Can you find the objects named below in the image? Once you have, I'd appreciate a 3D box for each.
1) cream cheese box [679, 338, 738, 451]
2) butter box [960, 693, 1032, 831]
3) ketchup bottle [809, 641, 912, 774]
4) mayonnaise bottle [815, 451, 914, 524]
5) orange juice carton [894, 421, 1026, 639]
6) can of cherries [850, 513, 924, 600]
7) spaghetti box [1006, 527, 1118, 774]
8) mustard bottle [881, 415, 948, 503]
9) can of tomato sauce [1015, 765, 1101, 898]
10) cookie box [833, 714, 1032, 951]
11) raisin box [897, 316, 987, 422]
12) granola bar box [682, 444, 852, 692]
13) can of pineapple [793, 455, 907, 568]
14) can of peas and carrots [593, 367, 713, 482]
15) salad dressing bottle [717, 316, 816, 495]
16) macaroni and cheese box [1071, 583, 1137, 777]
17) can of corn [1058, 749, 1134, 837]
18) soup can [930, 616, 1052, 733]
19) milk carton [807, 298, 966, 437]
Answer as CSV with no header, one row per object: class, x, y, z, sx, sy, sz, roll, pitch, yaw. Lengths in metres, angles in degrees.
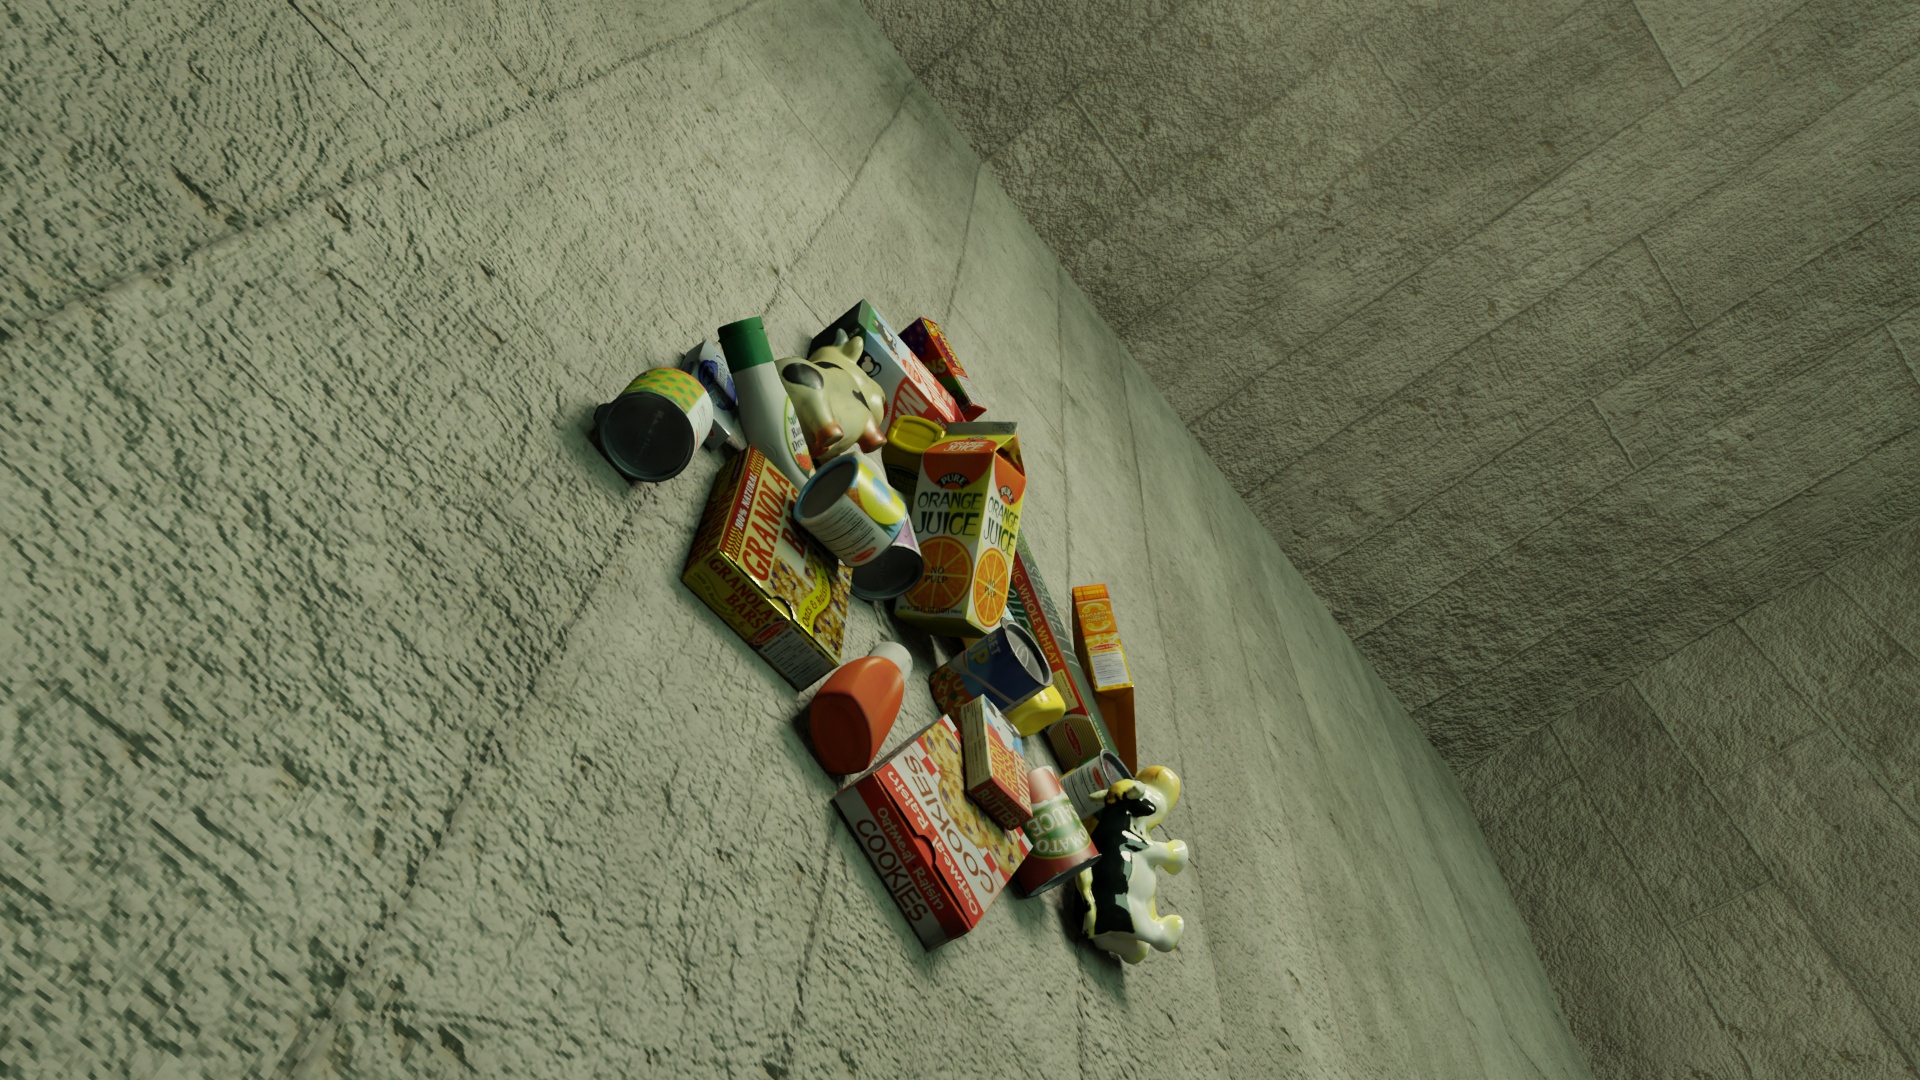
cream cheese box,-0.203,-0.118,1.115,0.053,0.024,0.104,48,19,-24
butter box,0.027,0.169,1.061,0.053,0.024,0.104,47,17,-25
ketchup bottle,-0.067,0.113,1.007,0.149,0.043,0.064,-52,134,-72
mayonnaise bottle,-0.071,-0.022,1.222,0.148,0.064,0.041,40,28,-48
orange juice carton,0.004,-0.015,1.219,0.073,0.072,0.193,35,61,-59
can of cherries,-0.071,0.007,1.163,0.071,0.071,0.058,38,25,-43
spaghetti box,0.077,0.101,1.326,0.029,0.050,0.250,-10,75,-62
mustard bottle,-0.036,-0.053,1.324,0.065,0.049,0.159,20,-29,17
can of tomato sauce,0.064,0.229,1.100,0.083,0.071,0.071,61,19,20
cookie box,-0.014,0.203,0.995,0.123,0.040,0.168,57,18,4
raisin box,-0.039,-0.170,1.518,0.040,0.086,0.123,8,50,-61
granola bar box,-0.135,0.016,1.023,0.124,0.039,0.166,47,19,-22
can of pineapple,-0.084,-0.023,1.051,0.057,0.071,0.071,45,20,-31
can of peas and carrots,-0.212,-0.082,0.964,0.071,0.071,0.059,50,18,-16
salad dressing bottle,-0.155,-0.103,1.107,0.064,0.044,0.147,-53,126,-78
macaroni and cheese box,0.145,0.142,1.418,0.167,0.040,0.123,-99,-179,-55
can of corn,0.126,0.234,1.265,0.071,0.058,0.071,47,19,-22
soup can,0.024,0.115,1.179,0.071,0.083,0.072,48,19,-22
milk carton,-0.066,-0.149,1.435,0.190,0.072,0.074,48,19,-22
